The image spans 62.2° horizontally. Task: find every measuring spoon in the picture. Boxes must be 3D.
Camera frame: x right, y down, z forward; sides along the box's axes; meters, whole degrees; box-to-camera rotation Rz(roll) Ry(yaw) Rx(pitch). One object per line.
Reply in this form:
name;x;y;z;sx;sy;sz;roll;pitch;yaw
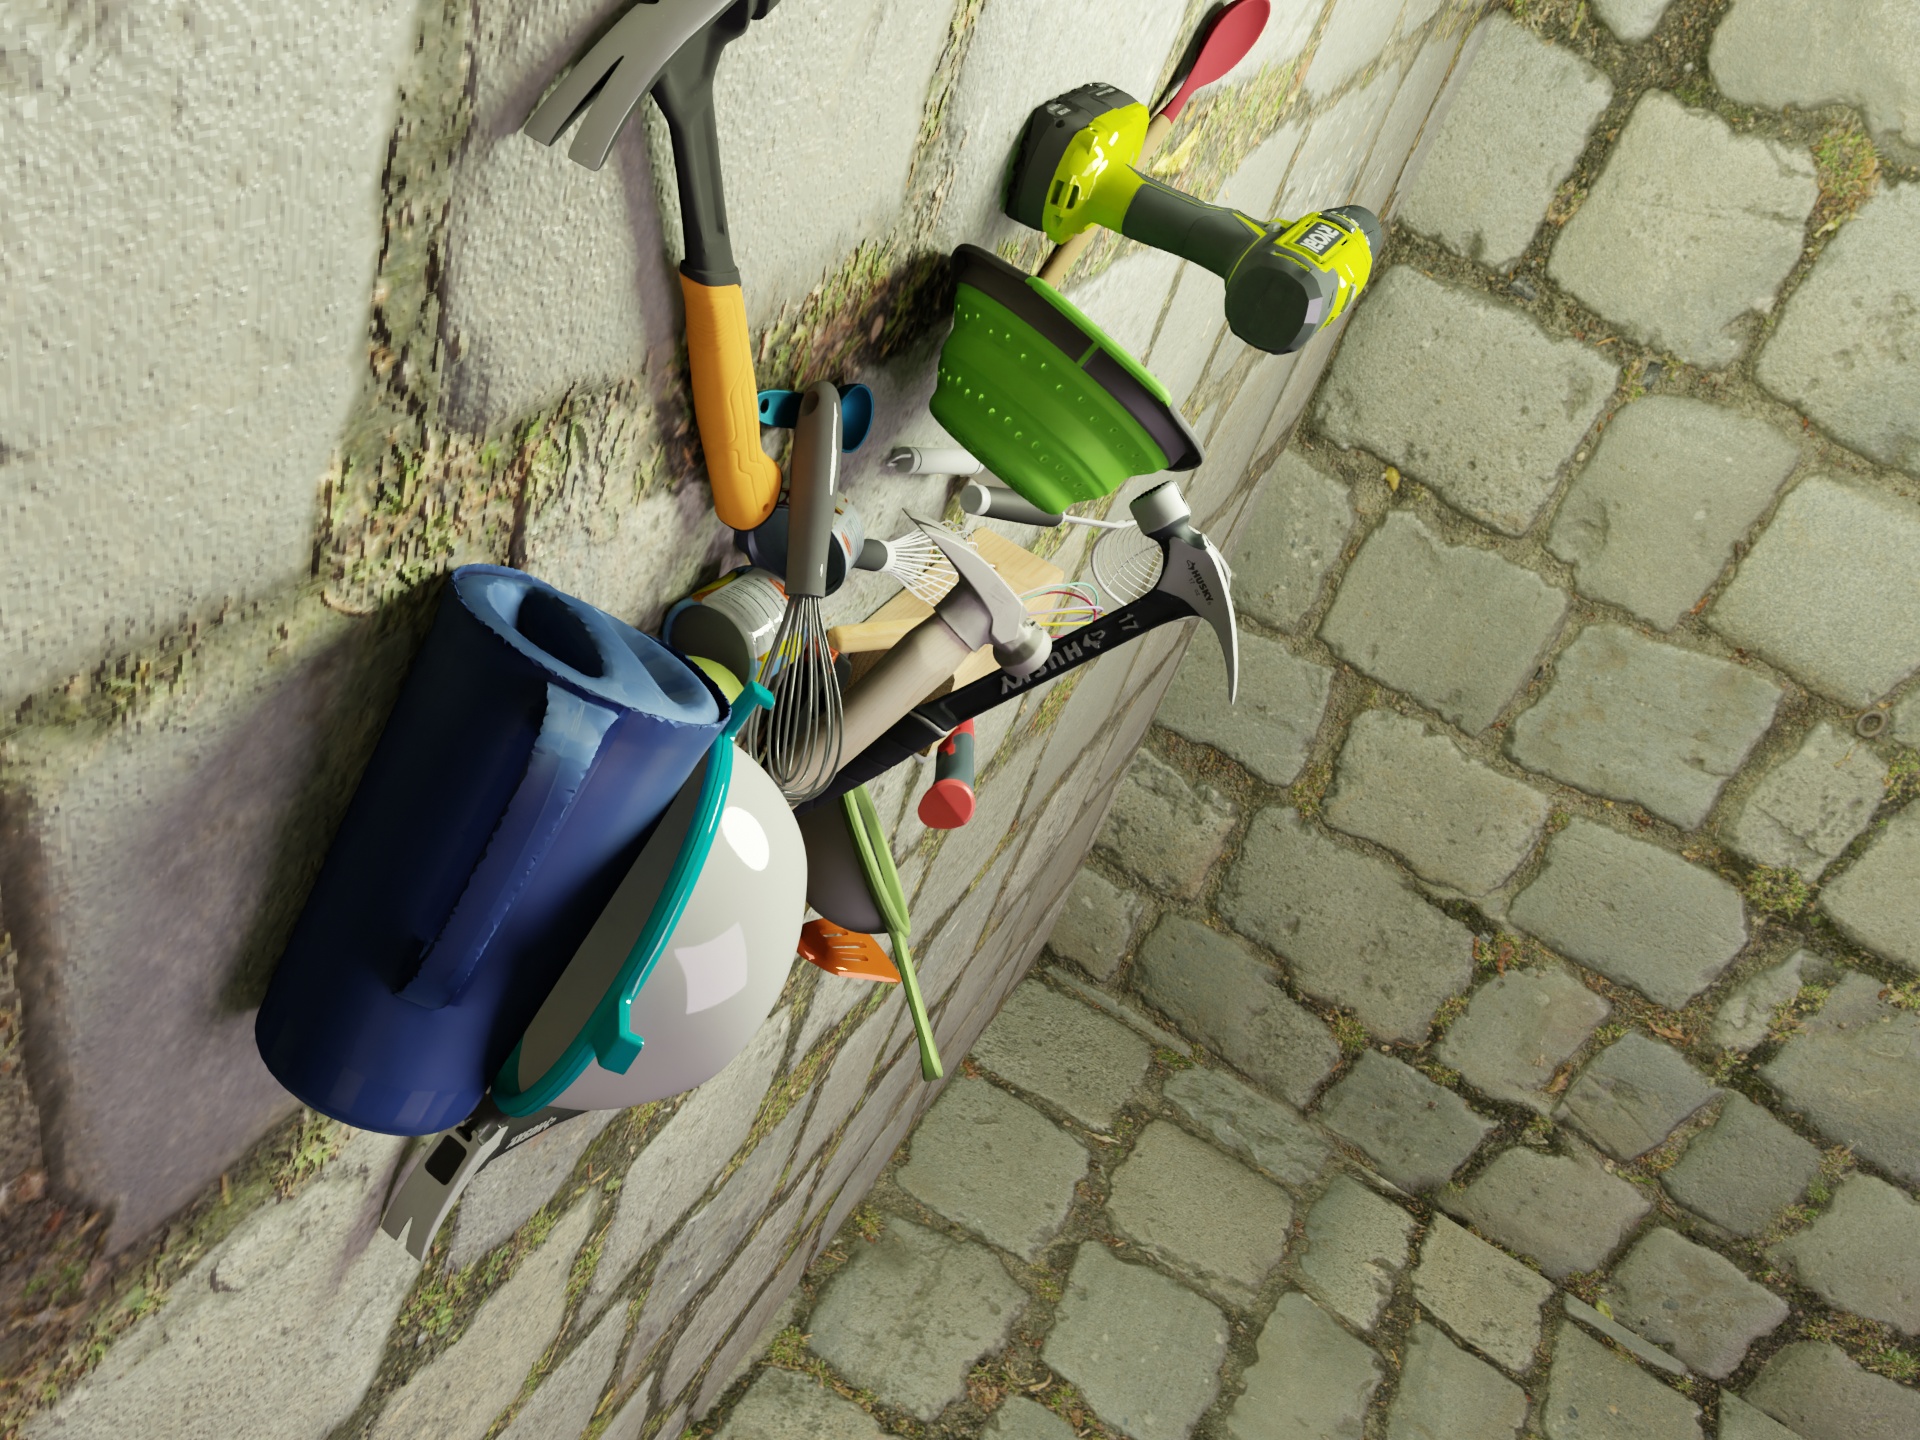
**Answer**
measuring spoon;-0.091;-0.179;0.916;0.128;0.021;0.042;-11;118;-62

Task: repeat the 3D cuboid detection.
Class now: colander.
colander;0.044;-0.208;1.085;0.094;0.204;0.397;-50;-173;4

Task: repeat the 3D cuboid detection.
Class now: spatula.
spatula;-0.140;0.132;1.169;0.041;0.081;0.322;-42;146;0

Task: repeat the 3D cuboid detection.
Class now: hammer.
hammer;-0.285;0.276;1.126;0.146;0.035;0.334;-53;171;5
hammer;-0.118;-0.185;0.737;0.127;0.034;0.336;-55;167;-23
hammer;-0.002;-0.003;1.088;0.409;0.149;0.036;-27;-173;16
hammer;0.008;0.017;1.334;0.143;0.038;0.386;-36;-172;6
hammer;-0.129;0.047;0.991;0.410;0.038;0.146;-43;134;2

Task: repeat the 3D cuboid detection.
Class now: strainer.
strainer;0.011;-0.192;1.195;0.087;0.050;0.258;-20;178;29
strainer;-0.169;0.129;0.823;0.340;0.095;0.211;-34;-147;51
strainer;-0.078;0.150;1.184;0.069;0.257;0.151;-18;160;1

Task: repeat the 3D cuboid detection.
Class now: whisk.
whisk;-0.085;-0.071;0.881;0.055;0.055;0.239;19;75;-77
whisk;0.012;-0.074;1.226;0.245;0.047;0.051;-8;135;-29
whisk;-0.048;-0.117;1.148;0.070;0.070;0.284;-62;162;12

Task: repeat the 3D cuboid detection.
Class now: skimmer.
skimmer;0.108;-0.134;1.314;0.363;0.127;0.090;-1;88;-57

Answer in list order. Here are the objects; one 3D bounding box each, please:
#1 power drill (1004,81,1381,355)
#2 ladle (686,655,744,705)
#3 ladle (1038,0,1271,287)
power drill;0.164;-0.334;1.050;0.190;0.228;0.080;-46;162;-48
ladle;-0.213;0.094;0.925;0.320;0.062;0.078;-60;174;25
ladle;0.141;-0.436;1.209;0.315;0.031;0.069;-55;165;-12
